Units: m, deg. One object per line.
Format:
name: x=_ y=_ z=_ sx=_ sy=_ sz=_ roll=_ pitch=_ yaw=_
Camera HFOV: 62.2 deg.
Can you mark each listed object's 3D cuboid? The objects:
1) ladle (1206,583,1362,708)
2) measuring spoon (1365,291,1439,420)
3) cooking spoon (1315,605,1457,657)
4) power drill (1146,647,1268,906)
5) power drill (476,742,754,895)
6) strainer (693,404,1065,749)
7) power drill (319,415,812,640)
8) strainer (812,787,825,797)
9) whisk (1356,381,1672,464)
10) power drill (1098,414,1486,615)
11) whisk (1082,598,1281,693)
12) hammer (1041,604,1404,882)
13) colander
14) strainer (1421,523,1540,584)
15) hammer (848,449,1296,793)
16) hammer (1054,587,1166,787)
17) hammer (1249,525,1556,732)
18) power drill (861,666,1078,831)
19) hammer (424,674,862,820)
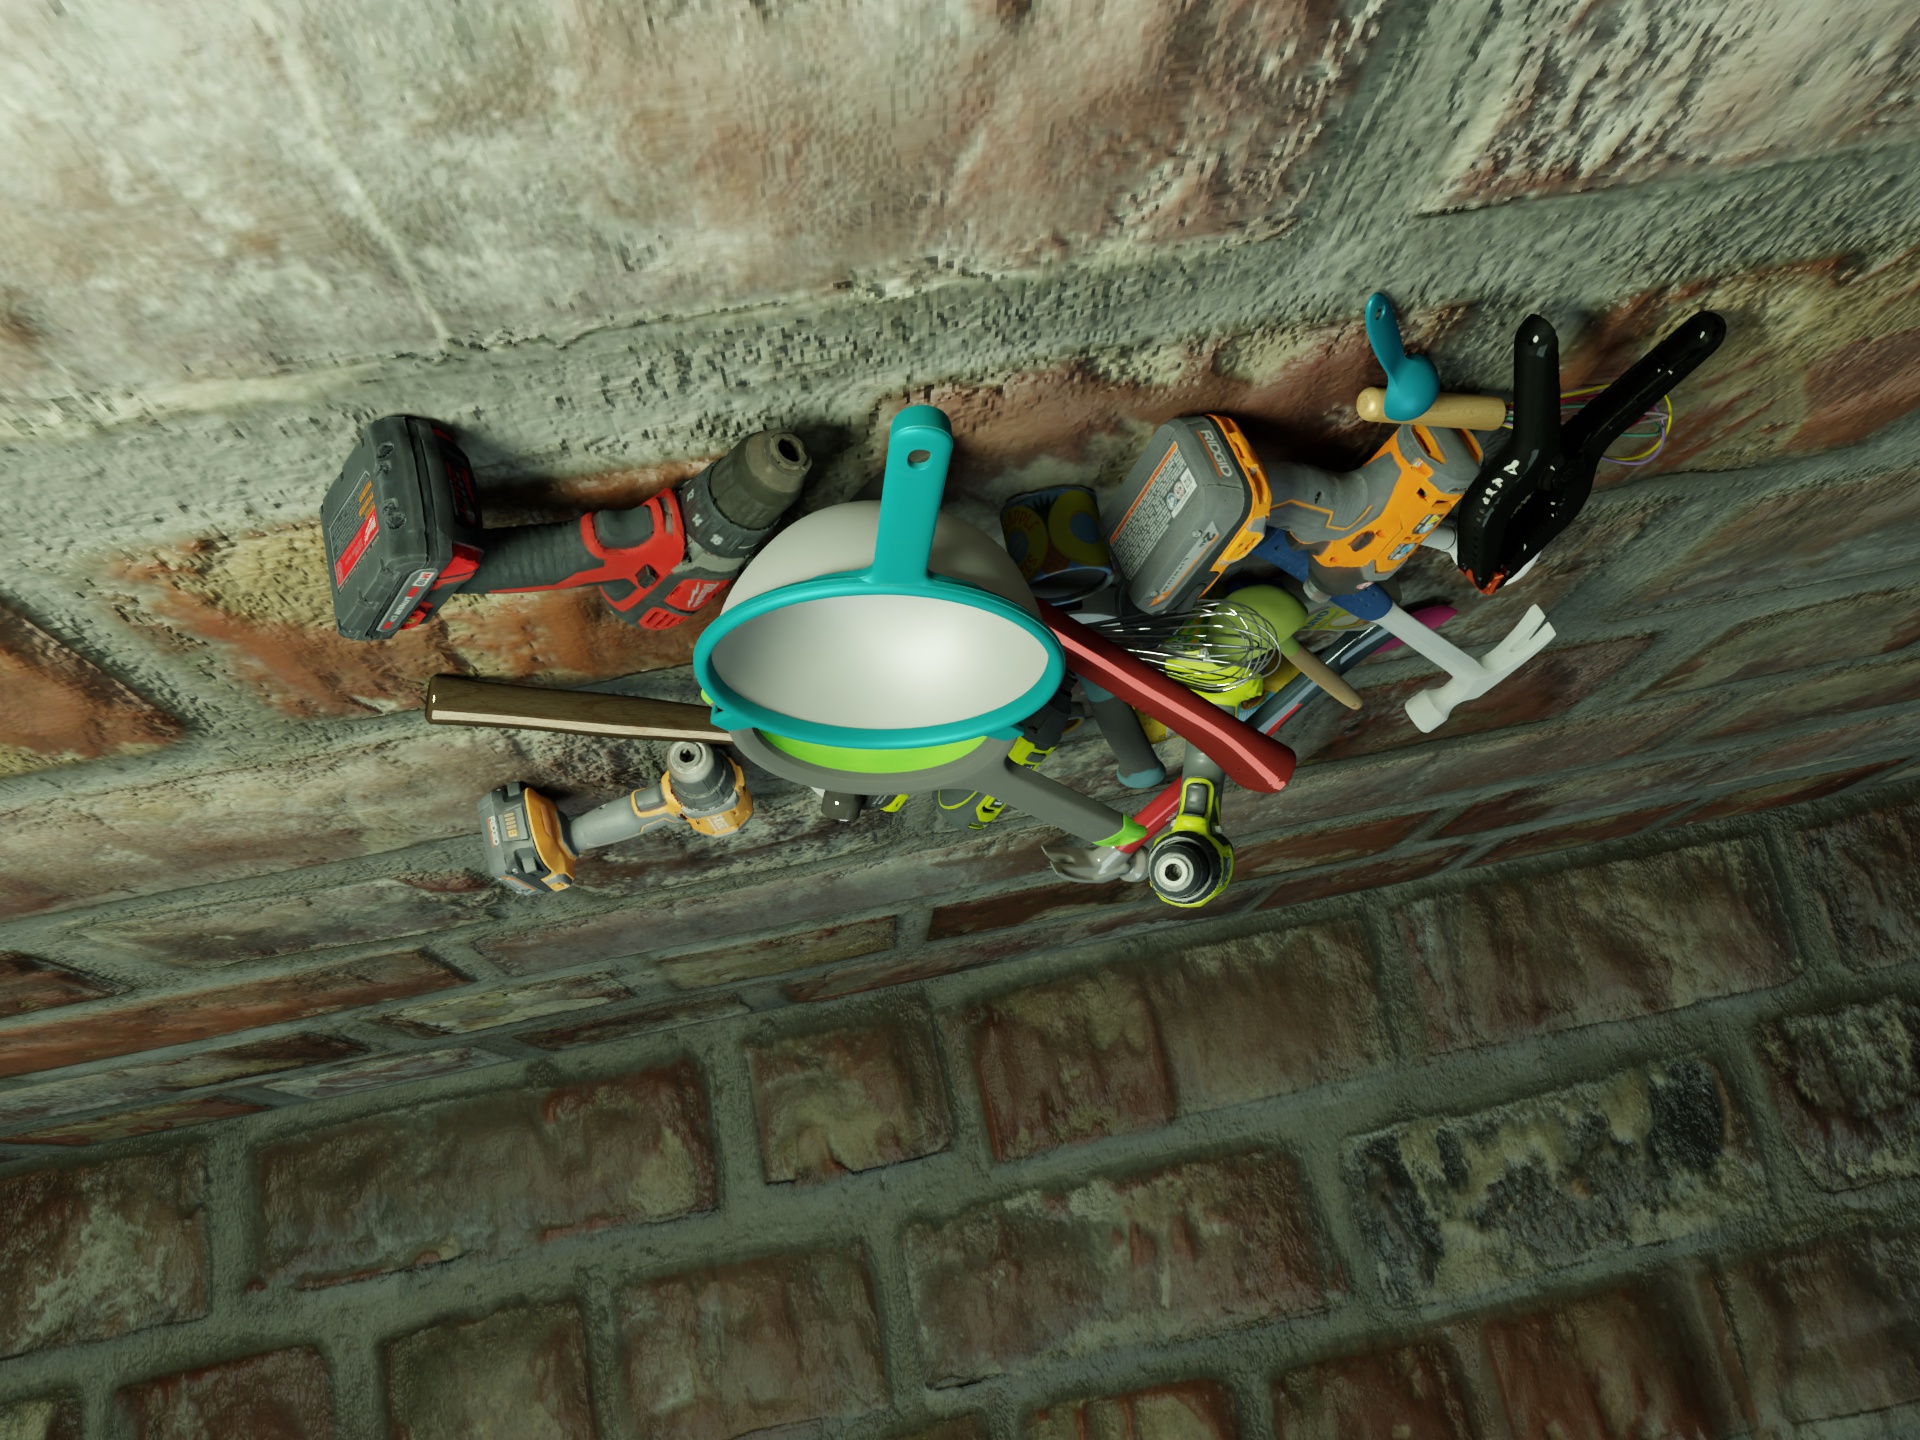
ladle: x=0.273 y=-0.040 z=1.255 sx=0.078 sy=0.062 sz=0.320 roll=-28 pitch=155 yaw=21
measuring spoon: x=0.254 y=-0.207 z=0.909 sx=0.042 sy=0.021 sz=0.128 roll=-57 pitch=150 yaw=1
cooking spoon: x=0.325 y=-0.048 z=1.520 sx=0.319 sy=0.017 sz=0.068 roll=-26 pitch=158 yaw=37
power drill: x=0.195 y=0.039 z=1.295 sx=0.080 sy=0.228 sz=0.190 roll=7 pitch=179 yaw=15
power drill: x=-0.300 y=0.077 z=1.392 sx=0.226 sy=0.084 sz=0.185 roll=-15 pitch=163 yaw=-5
strainer: x=-0.038 y=-0.092 z=0.866 sx=0.211 sy=0.095 sz=0.340 roll=2 pitch=154 yaw=-7
power drill: x=-0.205 y=-0.107 z=0.854 sx=0.226 sy=0.080 sz=0.188 roll=-2 pitch=161 yaw=-38
strainer: x=-0.103 y=0.029 z=1.380 sx=0.151 sy=0.069 sz=0.256 roll=-18 pitch=164 yaw=20
whisk: x=0.360 y=-0.199 z=1.018 sx=0.245 sy=0.051 sz=0.047 roll=-1 pitch=137 yaw=-22
power drill: x=0.209 y=-0.126 z=1.032 sx=0.226 sy=0.084 sz=0.164 roll=-6 pitch=150 yaw=-28
whisk: x=0.092 y=-0.058 z=1.138 sx=0.285 sy=0.070 sz=0.070 roll=5 pitch=173 yaw=30
hammer: x=0.238 y=0.022 z=1.417 sx=0.143 sy=0.038 sz=0.386 roll=9 pitch=134 yaw=-49
colander: x=-0.002 y=-0.004 z=1.174 sx=0.396 sy=0.095 sz=0.204 roll=26 pitch=141 yaw=-37
strainer: x=0.376 y=-0.136 z=1.220 sx=0.258 sy=0.050 sz=0.087 roll=5 pitch=173 yaw=-41
hammer: x=0.082 y=-0.050 z=1.025 sx=0.358 sy=0.037 sz=0.149 roll=29 pitch=147 yaw=-22
hammer: x=0.121 y=-0.019 z=1.338 sx=0.128 sy=0.033 sz=0.330 roll=-16 pitch=151 yaw=12
hammer: x=0.339 y=-0.089 z=1.256 sx=0.144 sy=0.035 sz=0.405 roll=-39 pitch=144 yaw=24
power drill: x=-0.002 y=0.013 z=1.339 sx=0.171 sy=0.080 sz=0.223 roll=-51 pitch=150 yaw=18
hammer: x=-0.218 y=-0.002 z=1.169 sx=0.331 sy=0.130 sz=0.031 roll=6 pitch=-165 yaw=-22
